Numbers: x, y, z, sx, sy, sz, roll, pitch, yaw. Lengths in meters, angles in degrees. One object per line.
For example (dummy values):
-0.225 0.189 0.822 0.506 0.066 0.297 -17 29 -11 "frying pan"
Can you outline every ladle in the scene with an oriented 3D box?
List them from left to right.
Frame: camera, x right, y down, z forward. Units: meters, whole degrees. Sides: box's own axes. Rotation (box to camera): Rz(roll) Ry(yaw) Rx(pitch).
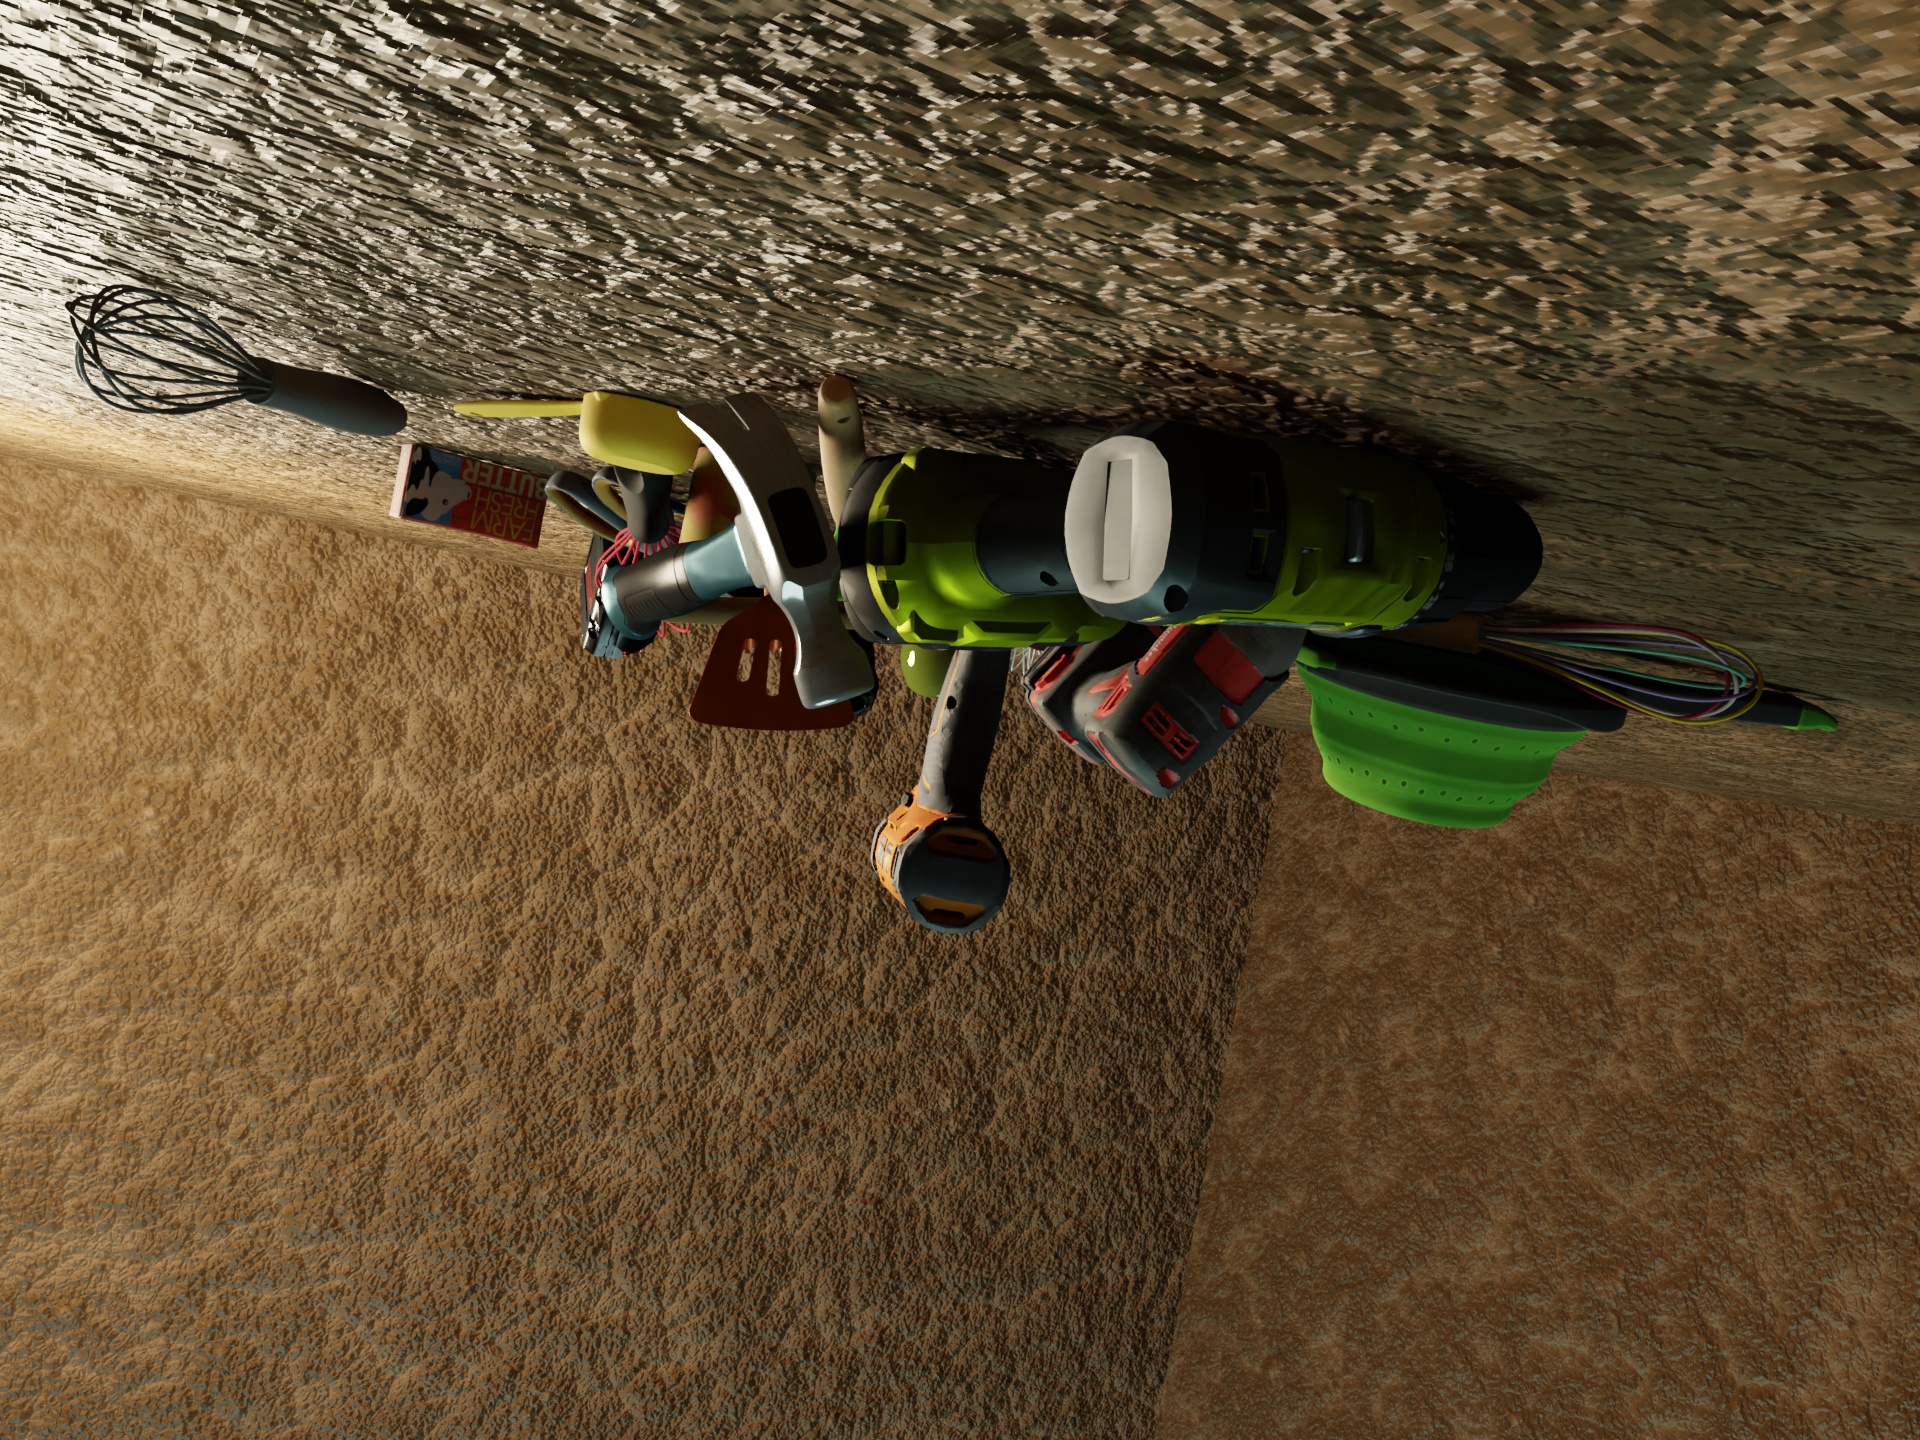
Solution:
-0.051 -0.062 0.972 0.315 0.031 0.069 1 161 -16 "ladle"
0.088 -0.054 1.167 0.320 0.062 0.078 -3 -163 -42 "ladle"

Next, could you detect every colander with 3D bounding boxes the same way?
0.356 0.012 0.966 0.397 0.094 0.205 6 -165 -17 "colander"

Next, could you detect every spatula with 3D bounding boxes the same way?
-0.106 -0.070 0.914 0.081 0.041 0.323 2 -160 -6 "spatula"

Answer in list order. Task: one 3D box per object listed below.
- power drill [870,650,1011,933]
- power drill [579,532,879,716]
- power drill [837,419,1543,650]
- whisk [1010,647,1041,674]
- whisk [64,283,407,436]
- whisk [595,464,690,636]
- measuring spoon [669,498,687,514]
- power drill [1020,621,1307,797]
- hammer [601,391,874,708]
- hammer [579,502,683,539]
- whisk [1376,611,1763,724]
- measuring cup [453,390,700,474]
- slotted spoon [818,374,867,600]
-0.001 -0.003 0.904 0.084 0.226 0.164 11 180 -11 "power drill"
-0.171 -0.079 1.228 0.226 0.080 0.188 10 -147 -22 "power drill"
0.077 -0.064 0.590 0.190 0.080 0.229 0 -177 -35 "power drill"
0.053 -0.084 1.255 0.070 0.070 0.284 11 174 7 "whisk"
-0.330 -0.161 0.756 0.055 0.055 0.239 11 -176 11 "whisk"
-0.180 -0.107 0.925 0.073 0.073 0.295 11 166 -7 "whisk"
-0.168 -0.146 1.090 0.128 0.021 0.042 20 -168 -8 "measuring spoon"
0.115 -0.033 0.868 0.078 0.143 0.220 43 177 -8 "power drill"
-0.123 -0.068 0.745 0.033 0.128 0.331 -19 -173 -22 "hammer"
-0.113 -0.119 1.206 0.331 0.031 0.130 8 -169 -36 "hammer"
0.303 -0.040 0.864 0.245 0.047 0.051 15 -177 35 "whisk"
-0.192 -0.139 0.770 0.156 0.029 0.062 8 178 32 "measuring cup"
-0.050 -0.102 0.732 0.070 0.031 0.313 -23 175 -4 "slotted spoon"
